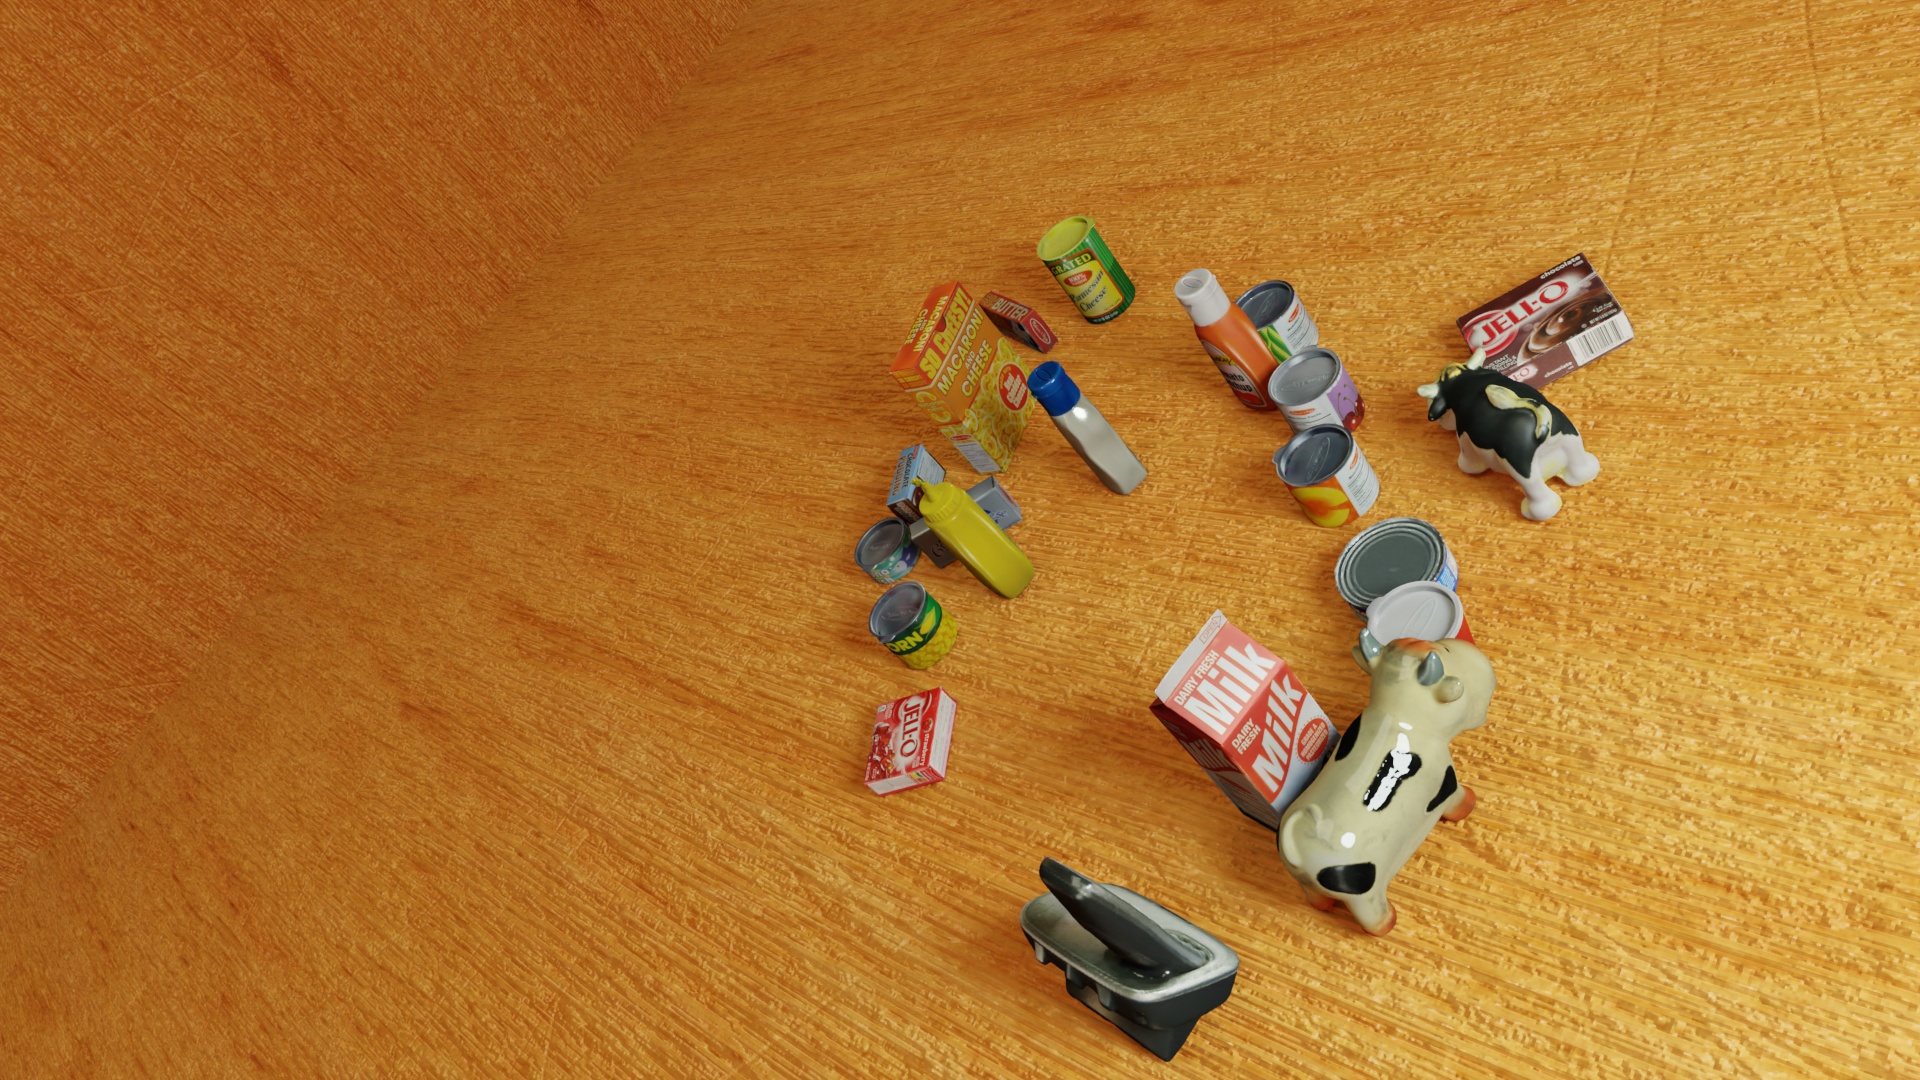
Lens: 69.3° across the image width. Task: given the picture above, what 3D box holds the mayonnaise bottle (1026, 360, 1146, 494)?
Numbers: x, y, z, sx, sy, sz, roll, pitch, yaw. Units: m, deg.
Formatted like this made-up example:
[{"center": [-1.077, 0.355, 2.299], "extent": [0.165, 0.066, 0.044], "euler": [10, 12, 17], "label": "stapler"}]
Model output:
[{"center": [0.116, -0.106, 1.295], "extent": [0.041, 0.147, 0.065], "euler": [-44, 35, -1], "label": "mayonnaise bottle"}]

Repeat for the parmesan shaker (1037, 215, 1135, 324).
[{"center": [0.140, -0.293, 1.505], "extent": [0.071, 0.103, 0.072], "euler": [-26, 39, 23], "label": "parmesan shaker"}]

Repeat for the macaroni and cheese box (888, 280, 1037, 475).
[{"center": [0.010, -0.168, 1.445], "extent": [0.040, 0.166, 0.124], "euler": [-5, 50, 41], "label": "macaroni and cheese box"}]

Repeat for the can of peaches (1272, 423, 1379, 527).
[{"center": [0.300, -0.053, 1.141], "extent": [0.071, 0.058, 0.071], "euler": [-26, 39, 23], "label": "can of peaches"}]

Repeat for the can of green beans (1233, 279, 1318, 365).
[{"center": [0.294, -0.200, 1.301], "extent": [0.071, 0.057, 0.071], "euler": [-26, 39, 23], "label": "can of green beans"}]

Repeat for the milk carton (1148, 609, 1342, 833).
[{"center": [0.196, 0.126, 0.940], "extent": [0.072, 0.190, 0.073], "euler": [-51, 36, -11], "label": "milk carton"}]

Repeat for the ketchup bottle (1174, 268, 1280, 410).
[{"center": [0.243, -0.181, 1.251], "extent": [0.043, 0.148, 0.065], "euler": [-47, 35, -5], "label": "ketchup bottle"}]

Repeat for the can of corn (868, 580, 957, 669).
[{"center": [-0.046, 0.084, 1.330], "extent": [0.071, 0.058, 0.071], "euler": [-26, 39, 23], "label": "can of corn"}]

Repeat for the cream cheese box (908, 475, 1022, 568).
[{"center": [0.005, -0.017, 1.391], "extent": [0.103, 0.053, 0.024], "euler": [-31, 37, 16], "label": "cream cheese box"}]

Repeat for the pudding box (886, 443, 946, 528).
[{"center": [-0.047, -0.057, 1.485], "extent": [0.030, 0.049, 0.084], "euler": [-18, 42, 31], "label": "pudding box"}]

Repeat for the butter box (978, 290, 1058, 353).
[{"center": [0.064, -0.248, 1.574], "extent": [0.024, 0.053, 0.104], "euler": [-46, 35, -4], "label": "butter box"}]

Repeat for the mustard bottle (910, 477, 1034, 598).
[{"center": [0.006, -0.009, 1.289], "extent": [0.049, 0.160, 0.065], "euler": [-49, 36, -7], "label": "mustard bottle"}]

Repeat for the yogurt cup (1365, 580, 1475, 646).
[{"center": [0.331, 0.071, 0.987], "extent": [0.072, 0.054, 0.073], "euler": [-26, 39, 23], "label": "yogurt cup"}]

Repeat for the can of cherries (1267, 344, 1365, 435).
[{"center": [0.311, -0.126, 1.206], "extent": [0.071, 0.058, 0.072], "euler": [-26, 39, 23], "label": "can of cherries"}]

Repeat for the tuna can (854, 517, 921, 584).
[{"center": [-0.076, 0.013, 1.455], "extent": [0.071, 0.032, 0.071], "euler": [-26, 39, 23], "label": "tuna can"}]
